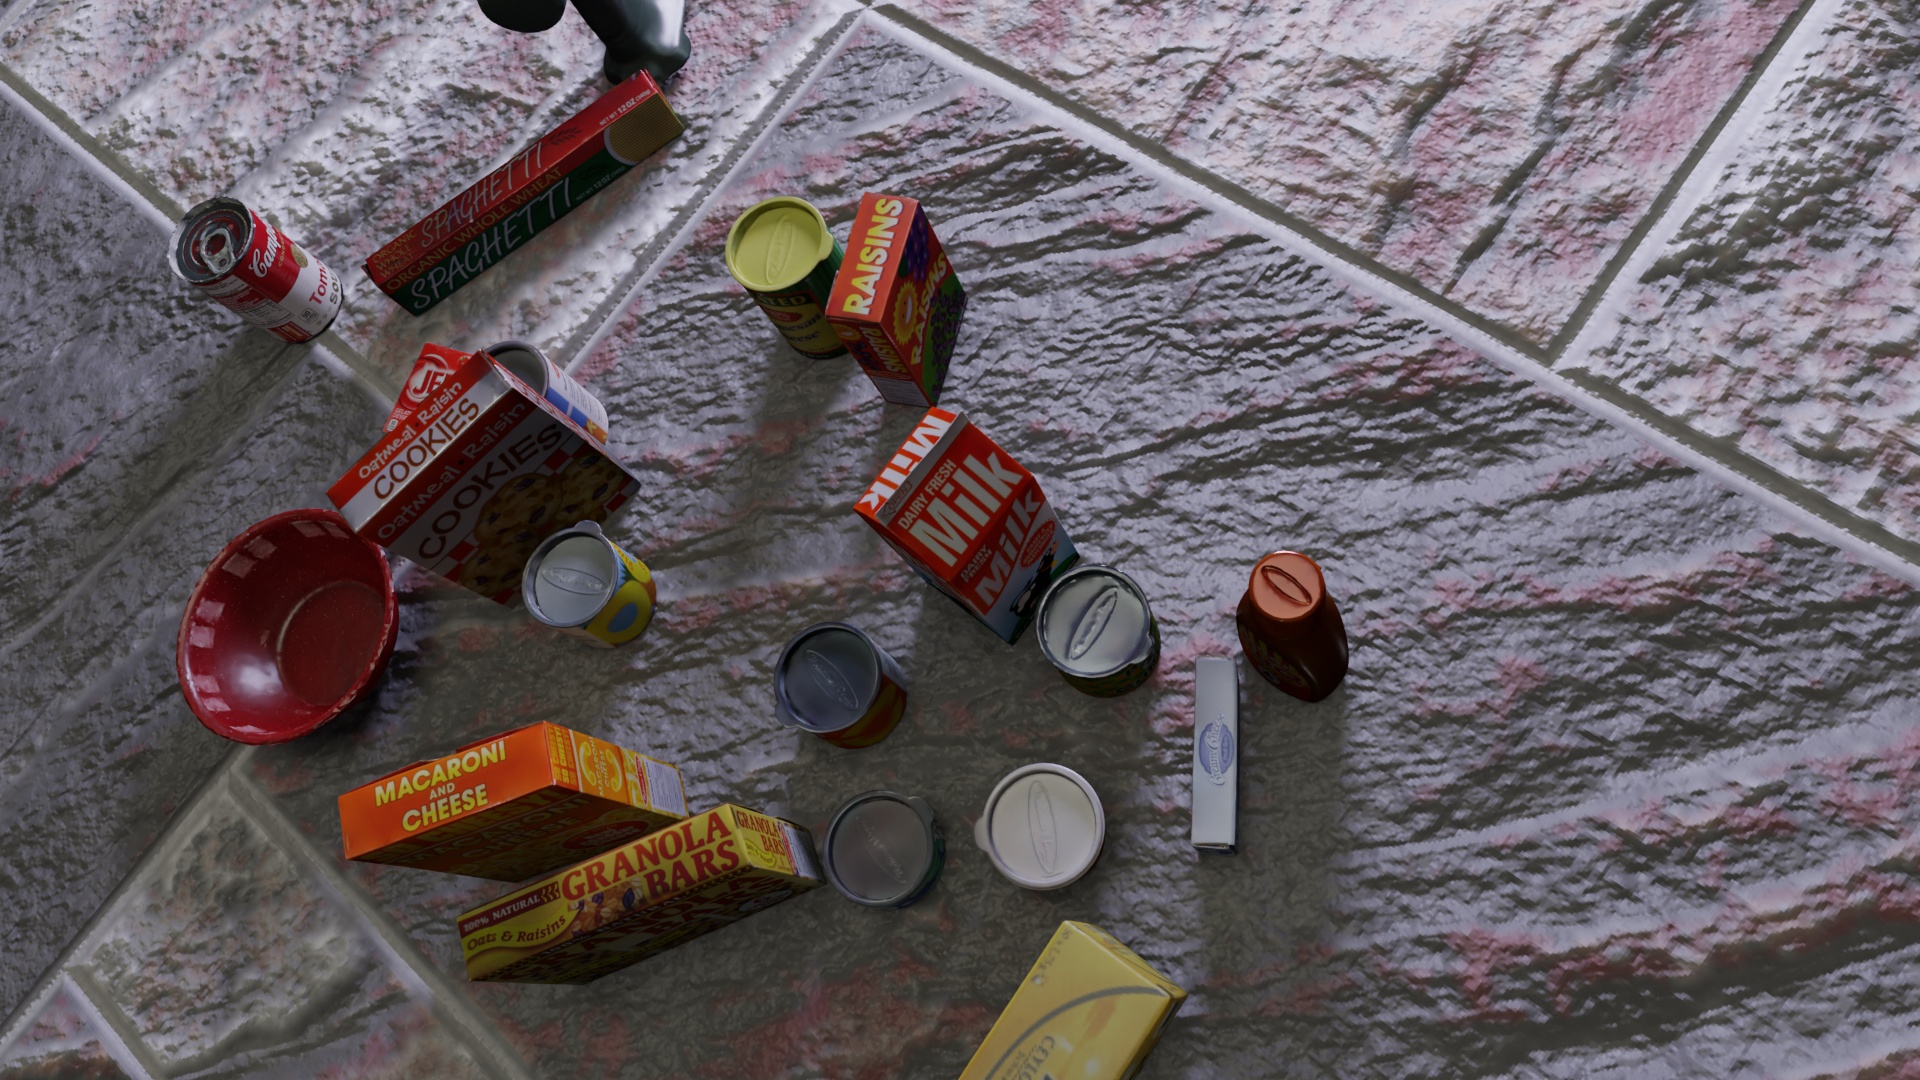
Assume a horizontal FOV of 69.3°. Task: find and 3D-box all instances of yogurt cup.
[{"bbox_3d":[0.050,0.162,0.775,0.072,0.054,0.072,-4,71,13],"label":"yogurt cup"}]

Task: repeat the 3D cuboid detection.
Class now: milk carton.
[{"bbox_3d":[0.003,-0.010,0.772,0.073,0.190,0.072,36,84,22],"label":"milk carton"}]

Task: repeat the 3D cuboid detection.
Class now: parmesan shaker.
[{"bbox_3d":[-0.099,-0.167,0.900,0.071,0.103,0.071,-4,71,13],"label":"parmesan shaker"}]

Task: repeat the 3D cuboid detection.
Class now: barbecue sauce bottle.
[{"bbox_3d":[0.174,0.043,0.733,0.065,0.148,0.044,41,86,23],"label":"barbecue sauce bottle"}]

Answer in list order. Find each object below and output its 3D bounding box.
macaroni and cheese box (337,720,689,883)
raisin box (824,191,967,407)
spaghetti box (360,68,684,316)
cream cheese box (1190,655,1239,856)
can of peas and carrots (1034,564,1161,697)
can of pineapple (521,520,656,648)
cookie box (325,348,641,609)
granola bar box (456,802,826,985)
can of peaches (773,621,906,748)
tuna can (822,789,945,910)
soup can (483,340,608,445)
[{"bbox_3d":[-0.248,0.153,0.793,0.124,0.166,0.040,-20,68,7],"label":"macaroni and cheese box"},{"bbox_3d":[-0.038,-0.147,0.866,0.040,0.123,0.086,12,75,18],"label":"raisin box"},{"bbox_3d":[-0.317,-0.251,1.013,0.250,0.050,0.029,-34,67,1],"label":"spaghetti box"},{"bbox_3d":[0.142,0.120,0.766,0.024,0.053,0.104,0,72,14],"label":"cream cheese box"},{"bbox_3d":[0.082,0.054,0.801,0.071,0.058,0.071,-4,71,13],"label":"can of peas and carrots"},{"bbox_3d":[-0.236,0.030,0.891,0.071,0.057,0.071,-4,71,13],"label":"can of pineapple"},{"bbox_3d":[-0.291,-0.033,0.867,0.123,0.167,0.040,-44,67,-3],"label":"cookie box"},{"bbox_3d":[-0.174,0.201,0.780,0.165,0.124,0.039,-24,68,6],"label":"granola bar box"},{"bbox_3d":[-0.072,0.089,0.829,0.071,0.058,0.071,-4,71,13],"label":"can of peaches"},{"bbox_3d":[-0.042,0.178,0.804,0.071,0.032,0.071,-4,71,13],"label":"tuna can"},{"bbox_3d":[-0.286,-0.084,0.929,0.071,0.083,0.071,-4,71,13],"label":"soup can"}]
